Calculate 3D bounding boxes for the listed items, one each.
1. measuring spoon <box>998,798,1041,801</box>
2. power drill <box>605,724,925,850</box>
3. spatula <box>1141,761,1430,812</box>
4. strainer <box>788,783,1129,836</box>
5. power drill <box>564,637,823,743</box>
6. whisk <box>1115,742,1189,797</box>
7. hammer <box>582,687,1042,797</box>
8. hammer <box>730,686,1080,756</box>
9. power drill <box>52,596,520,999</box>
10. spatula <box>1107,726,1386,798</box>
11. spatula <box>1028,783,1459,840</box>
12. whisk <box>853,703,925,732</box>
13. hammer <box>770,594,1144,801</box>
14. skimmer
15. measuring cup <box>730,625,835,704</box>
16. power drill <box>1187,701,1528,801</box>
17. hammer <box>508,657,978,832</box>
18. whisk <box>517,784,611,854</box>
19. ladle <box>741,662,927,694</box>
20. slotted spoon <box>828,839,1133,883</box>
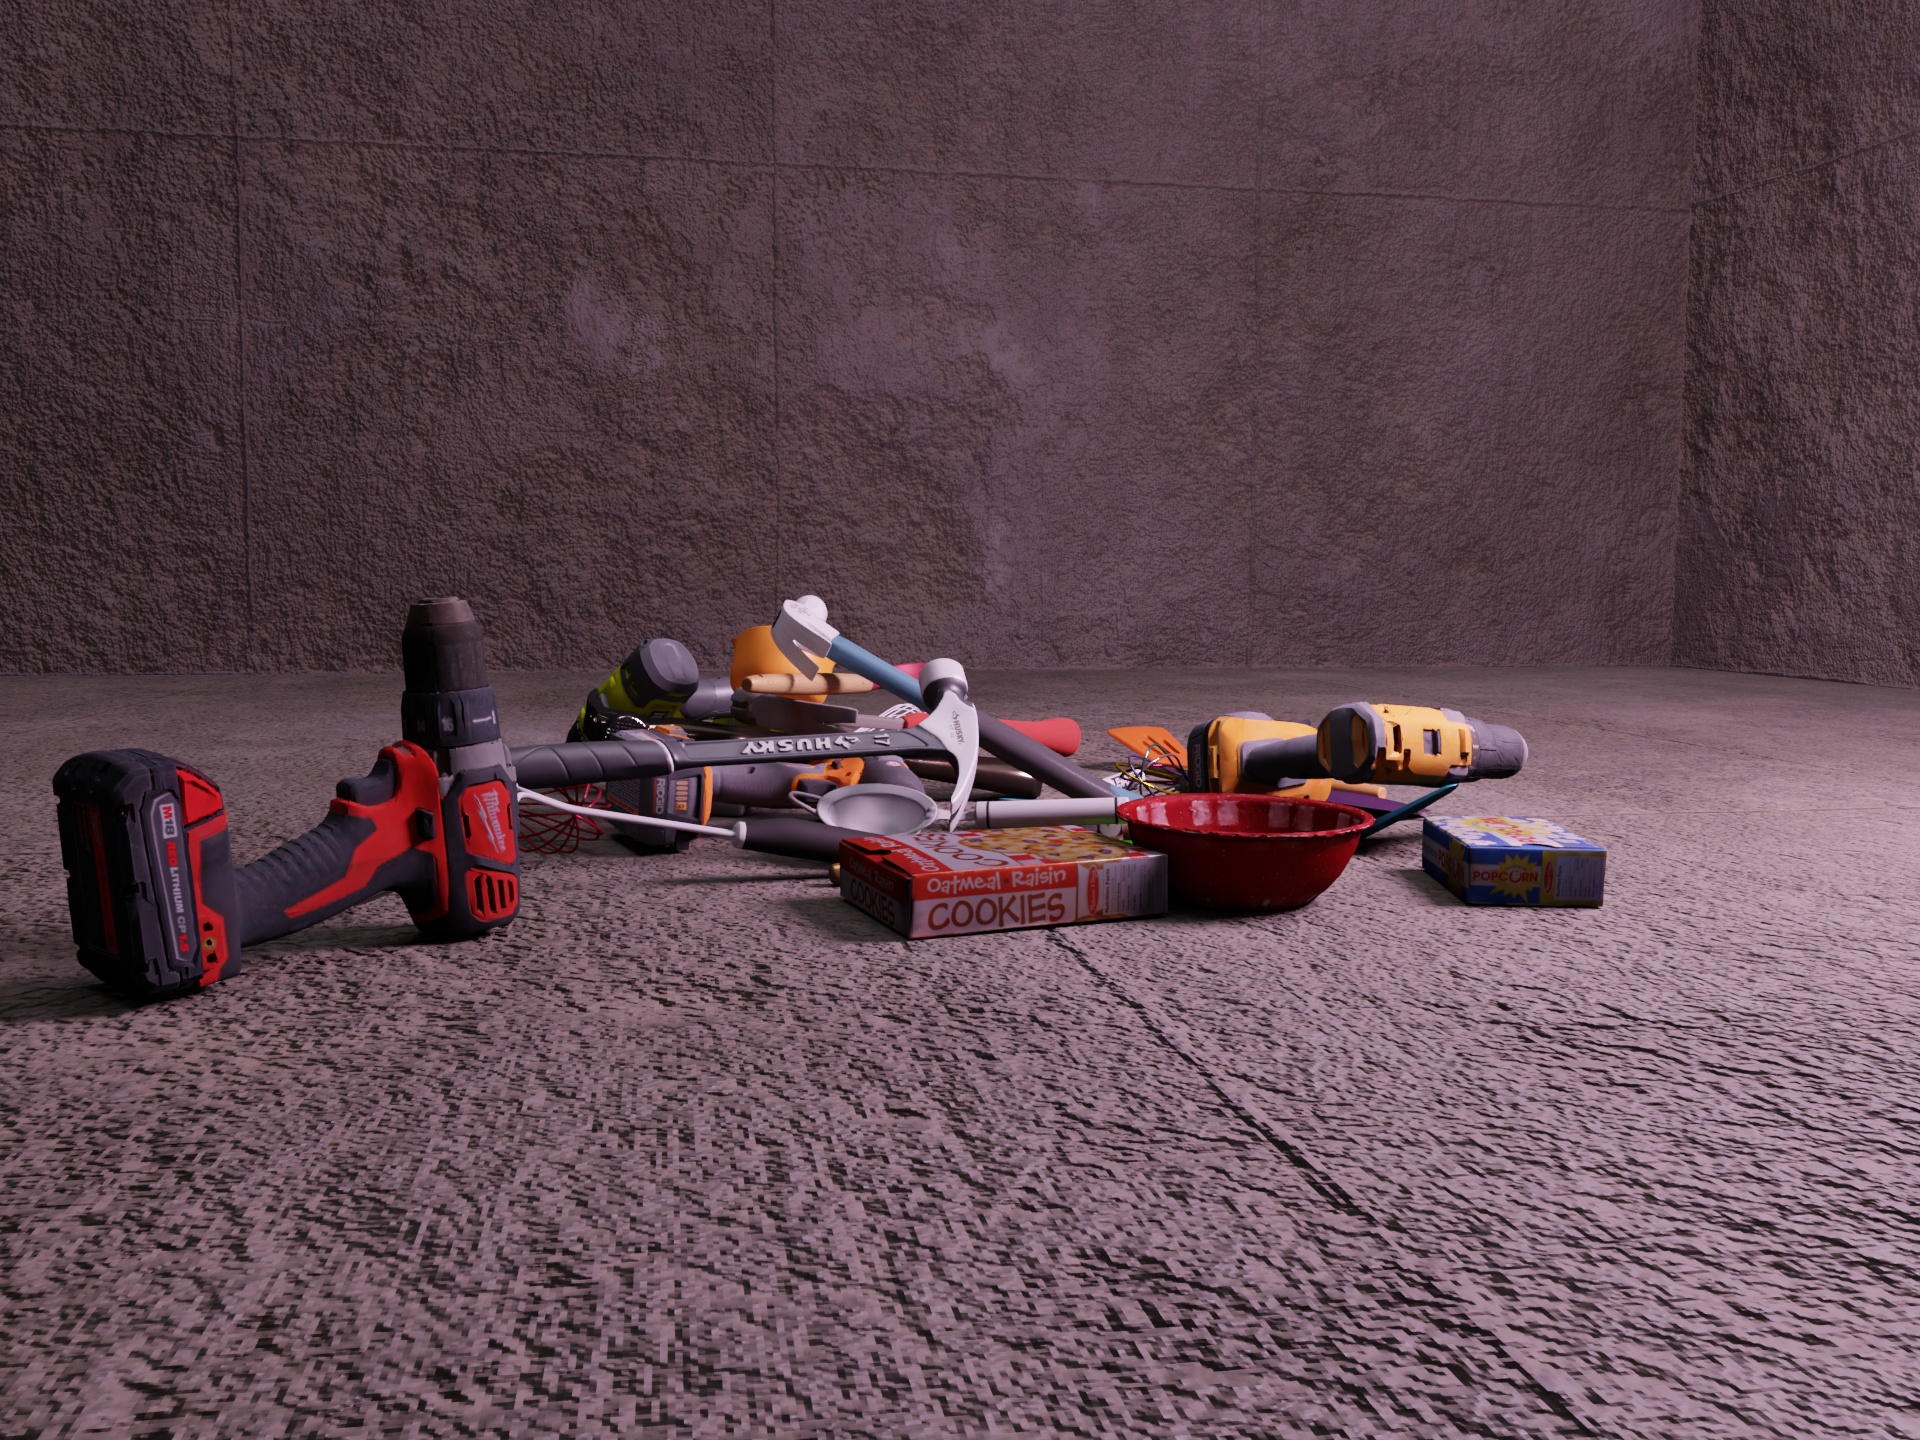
[{"bbox_3d":[0.076,0.078,1.317,0.042,0.021,0.128,3,-3,35],"label":"measuring spoon"},{"bbox_3d":[-0.142,0.053,1.213,0.226,0.084,0.164,2,5,-26],"label":"power drill"},{"bbox_3d":[0.285,0.062,1.450,0.059,0.018,0.316,0,6,-41],"label":"spatula"},{"bbox_3d":[0.008,0.069,1.121,0.258,0.050,0.087,-2,23,6],"label":"strainer"},{"bbox_3d":[-0.262,0.000,1.524,0.228,0.080,0.190,1,-34,-49],"label":"power drill"},{"bbox_3d":[0.184,0.049,1.367,0.047,0.051,0.245,-2,-4,22],"label":"whisk"},{"bbox_3d":[-0.118,0.025,1.380,0.410,0.038,0.146,8,8,-24],"label":"hammer"},{"bbox_3d":[-0.015,0.007,1.371,0.358,0.037,0.149,5,4,-45],"label":"hammer"},{"bbox_3d":[-0.334,0.036,0.826,0.080,0.188,0.226,4,10,41],"label":"power drill"},{"bbox_3d":[0.277,0.042,1.543,0.081,0.041,0.323,-3,7,-38],"label":"spatula"},{"bbox_3d":[0.209,0.073,1.199,0.317,0.044,0.082,0,-9,10],"label":"spatula"},{"bbox_3d":[-0.110,0.027,1.613,0.070,0.070,0.284,4,11,37],"label":"whisk"},{"bbox_3d":[-0.002,-0.004,1.255,0.331,0.033,0.128,29,14,2],"label":"hammer"},{"bbox_3d":[-0.209,0.094,1.030,0.363,0.090,0.127,9,8,-18],"label":"skimmer"},{"bbox_3d":[-0.163,-0.021,1.413,0.095,0.052,0.173,11,-27,-7],"label":"measuring cup"},{"bbox_3d":[0.312,0.029,1.256,0.185,0.084,0.226,3,-9,-30],"label":"power drill"},{"bbox_3d":[-0.186,0.028,1.097,0.409,0.036,0.149,-4,43,-9],"label":"hammer"},{"bbox_3d":[-0.344,0.064,1.212,0.073,0.073,0.296,-3,0,-35],"label":"whisk"},{"bbox_3d":[-0.089,-0.031,1.306,0.069,0.031,0.315,13,7,24],"label":"ladle"},{"bbox_3d":[0.063,0.091,1.087,0.313,0.031,0.070,-4,6,-19],"label":"slotted spoon"}]
